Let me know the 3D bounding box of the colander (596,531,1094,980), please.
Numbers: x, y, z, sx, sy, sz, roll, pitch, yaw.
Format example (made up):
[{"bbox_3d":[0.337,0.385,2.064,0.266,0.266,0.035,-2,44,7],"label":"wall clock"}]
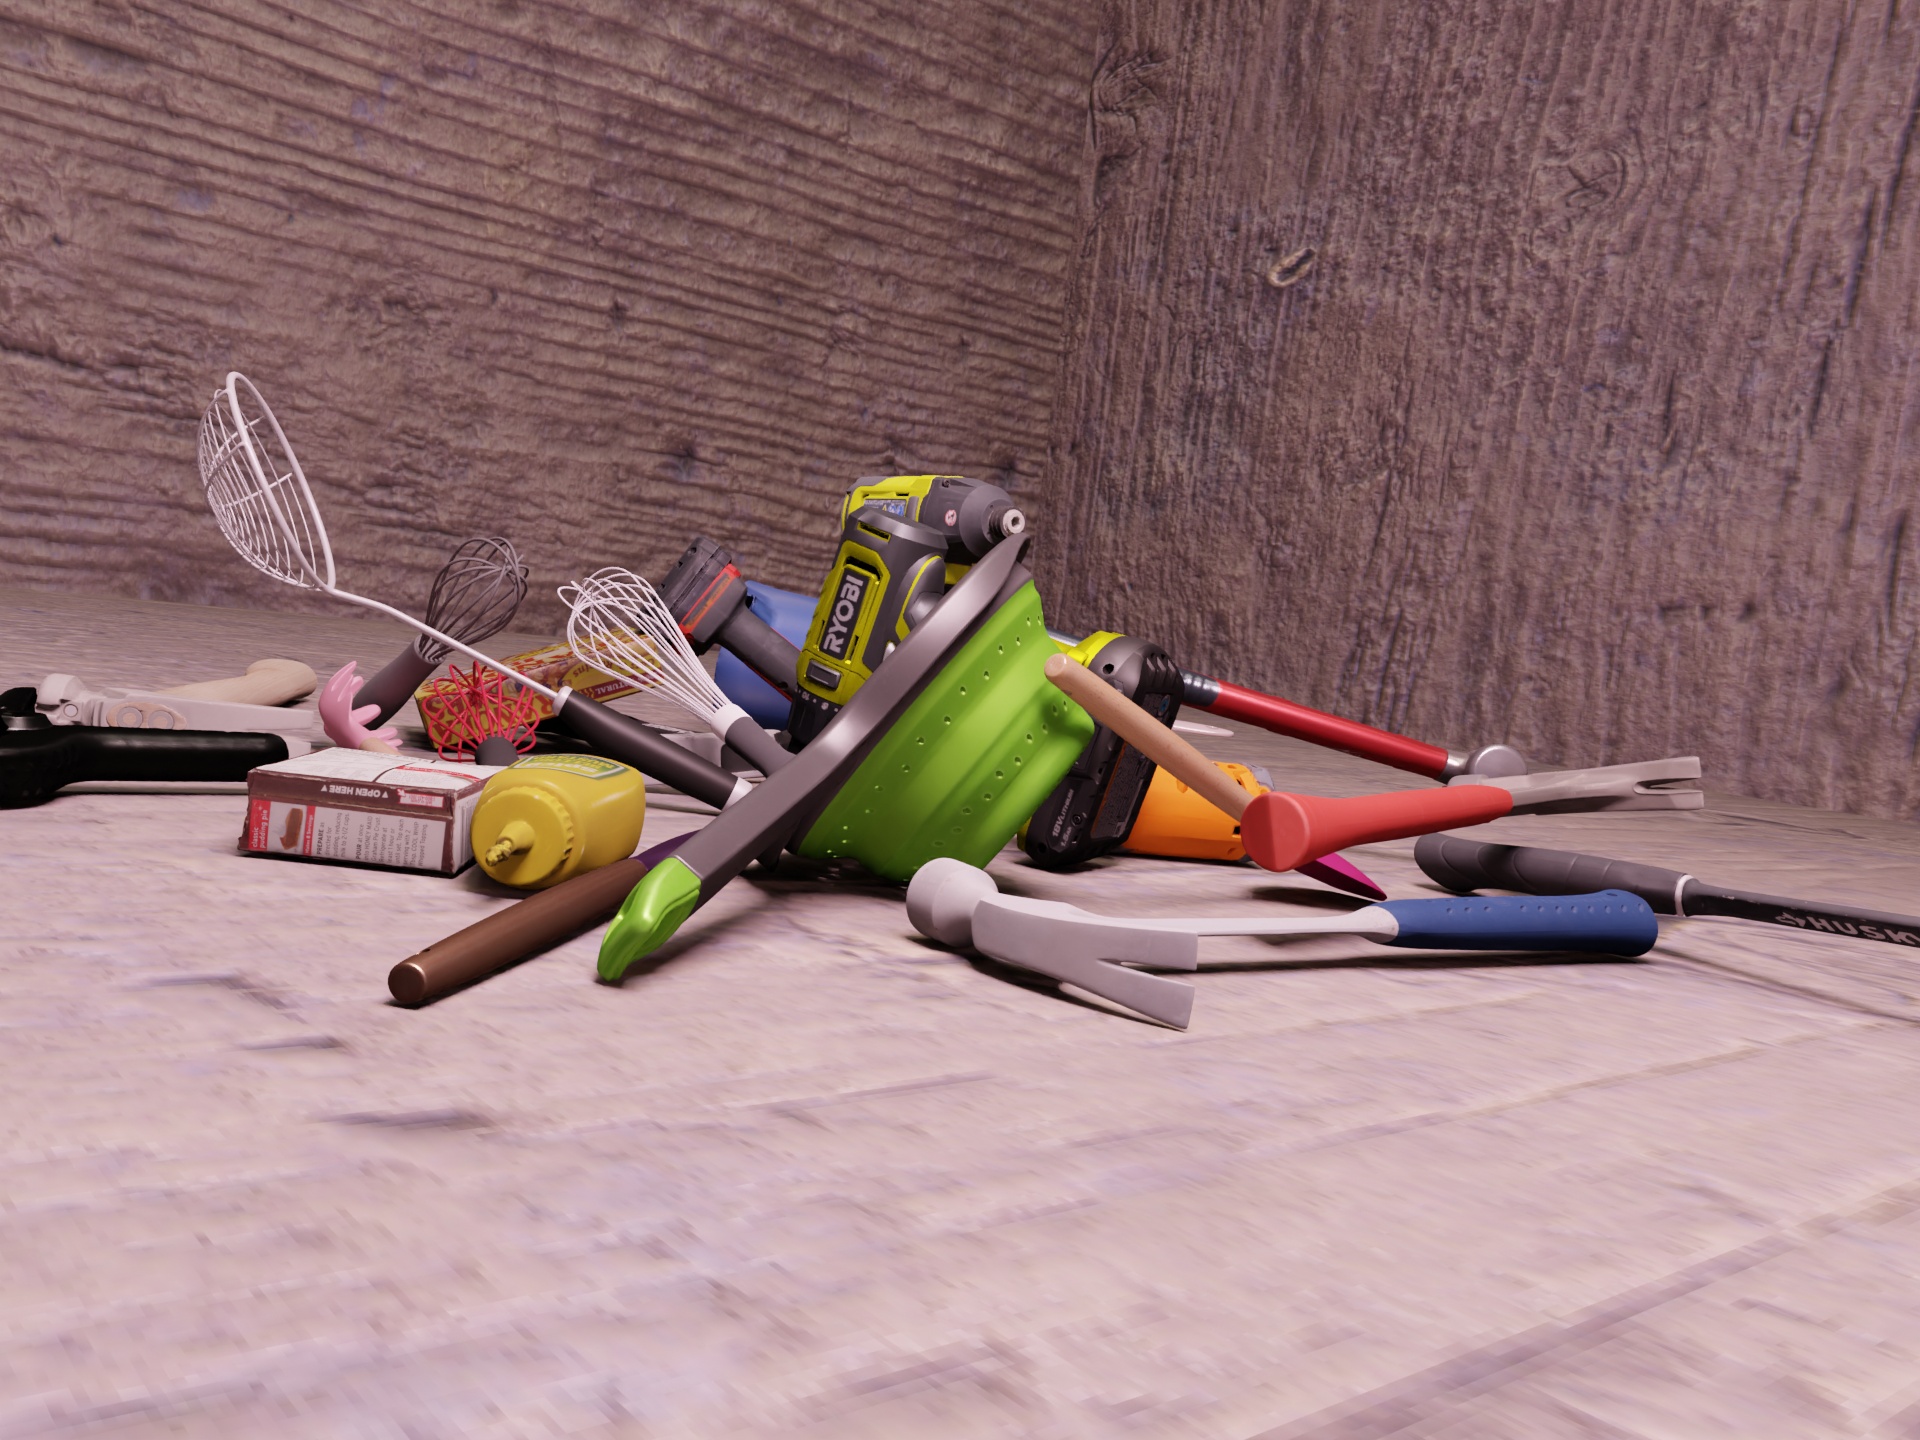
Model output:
[{"bbox_3d":[-0.027,0.039,0.696,0.094,0.204,0.397,41,25,2],"label":"colander"}]

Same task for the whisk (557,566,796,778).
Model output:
[{"bbox_3d":[-0.161,-0.014,0.992,0.285,0.070,0.070,38,21,32],"label":"whisk"}]

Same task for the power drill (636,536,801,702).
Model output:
[{"bbox_3d":[-0.133,-0.034,1.217,0.226,0.080,0.188,38,-7,-6],"label":"power drill"}]

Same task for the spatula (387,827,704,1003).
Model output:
[{"bbox_3d":[-0.141,0.066,0.623,0.060,0.018,0.316,-19,1,9],"label":"spatula"}]

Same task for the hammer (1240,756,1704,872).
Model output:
[{"bbox_3d":[0.266,0.046,0.843,0.149,0.037,0.359,-8,-4,40],"label":"hammer"}]

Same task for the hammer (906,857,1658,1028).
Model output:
[{"bbox_3d":[0.182,0.093,0.708,0.405,0.035,0.144,4,4,-34],"label":"hammer"}]

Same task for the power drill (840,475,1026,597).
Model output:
[{"bbox_3d":[-0.025,-0.050,1.053,0.080,0.223,0.171,4,5,-36],"label":"power drill"}]

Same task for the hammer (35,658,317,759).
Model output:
[{"bbox_3d":[-0.491,-0.015,1.103,0.146,0.038,0.411,8,3,-12],"label":"hammer"}]

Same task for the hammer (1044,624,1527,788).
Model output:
[{"bbox_3d":[0.183,-0.013,1.102,0.386,0.038,0.143,17,-4,3],"label":"hammer"}]

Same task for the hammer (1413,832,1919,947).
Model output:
[{"bbox_3d":[0.385,0.091,0.818,0.149,0.036,0.409,39,-15,-22],"label":"hammer"}]

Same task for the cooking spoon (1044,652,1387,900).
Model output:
[{"bbox_3d":[0.137,0.038,0.816,0.069,0.017,0.318,15,-13,44],"label":"cooking spoon"}]

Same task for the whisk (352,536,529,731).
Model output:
[{"bbox_3d":[-0.347,-0.048,1.031,0.055,0.055,0.239,3,-29,-46],"label":"whisk"}]

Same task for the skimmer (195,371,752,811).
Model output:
[{"bbox_3d":[-0.268,-0.066,0.910,0.363,0.090,0.127,30,-4,-10],"label":"skimmer"}]

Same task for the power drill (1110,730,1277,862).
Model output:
[{"bbox_3d":[0.095,0.038,1.066,0.164,0.084,0.226,6,8,-13],"label":"power drill"}]

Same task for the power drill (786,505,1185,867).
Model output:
[{"bbox_3d":[-0.001,-0.003,0.940,0.229,0.190,0.080,25,12,27],"label":"power drill"}]

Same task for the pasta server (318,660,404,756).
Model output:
[{"bbox_3d":[-0.324,0.017,0.909,0.040,0.060,0.316,-33,24,-22],"label":"pasta server"}]

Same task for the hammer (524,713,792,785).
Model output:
[{"bbox_3d":[-0.243,0.009,1.144,0.146,0.035,0.335,-4,7,-37],"label":"hammer"}]

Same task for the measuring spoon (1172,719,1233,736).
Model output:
[{"bbox_3d":[0.123,-0.007,1.069,0.124,0.018,0.034,11,12,12],"label":"measuring spoon"}]

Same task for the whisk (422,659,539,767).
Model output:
[{"bbox_3d":[-0.270,0.016,0.918,0.073,0.073,0.296,6,11,-22],"label":"whisk"}]
